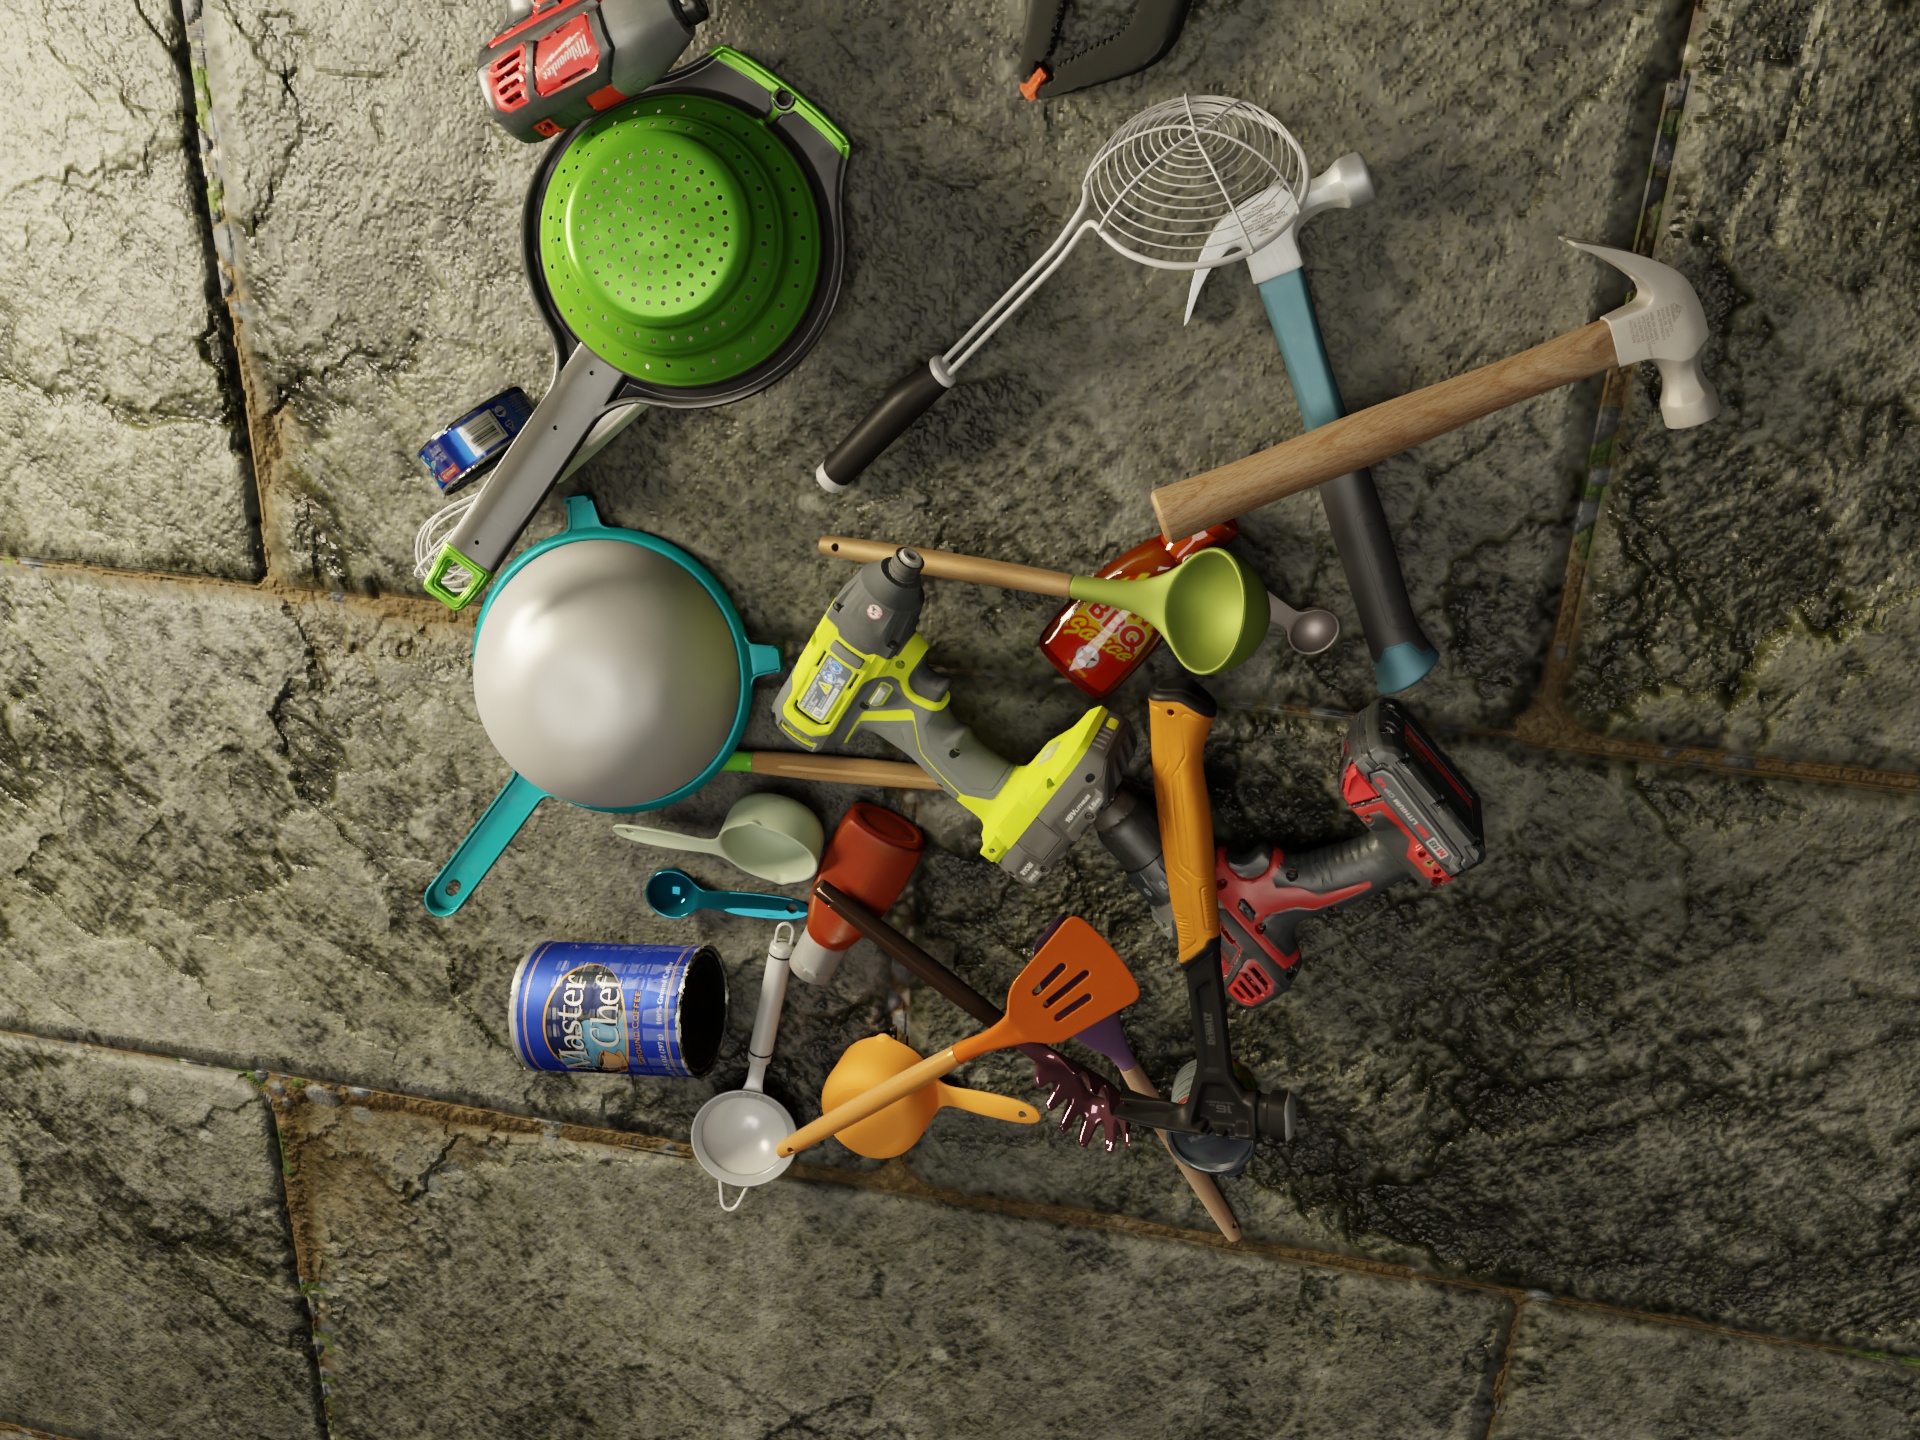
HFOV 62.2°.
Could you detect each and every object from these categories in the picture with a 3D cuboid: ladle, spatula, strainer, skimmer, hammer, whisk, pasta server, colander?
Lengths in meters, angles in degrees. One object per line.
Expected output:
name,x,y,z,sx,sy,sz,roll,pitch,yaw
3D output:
ladle,0.044,-0.090,1.025,0.320,0.062,0.078,12,99,23
spatula,-0.017,0.251,1.177,0.322,0.041,0.081,-33,105,25
strainer,-0.160,0.274,1.274,0.087,0.050,0.258,12,110,-3
skimmer,0.049,-0.245,0.988,0.090,0.127,0.363,15,140,-41
hammer,0.152,0.133,1.073,0.127,0.034,0.336,0,111,22
whisk,-0.291,-0.170,1.103,0.246,0.059,0.058,-36,91,19
pasta server,0.011,0.220,1.188,0.316,0.040,0.060,40,138,-16
hammer,0.273,-0.183,0.946,0.331,0.031,0.130,-20,110,9
strainer,-0.297,0.022,1.126,0.211,0.095,0.340,39,103,-1
spatula,0.138,0.283,1.210,0.018,0.060,0.315,-9,120,49
hammer,0.235,-0.169,0.992,0.128,0.033,0.330,-17,109,18
colander,-0.224,-0.229,0.977,0.204,0.094,0.397,36,100,-5

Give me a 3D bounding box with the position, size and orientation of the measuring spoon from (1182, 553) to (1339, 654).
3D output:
measuring spoon,0.193,-0.080,1.032,0.124,0.018,0.034,26,117,-20

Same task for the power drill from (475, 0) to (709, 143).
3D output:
power drill,-0.239,-0.465,0.922,0.143,0.078,0.219,-18,98,19

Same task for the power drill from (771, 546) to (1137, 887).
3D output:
power drill,-0.002,-0.003,1.068,0.223,0.080,0.171,35,129,-1

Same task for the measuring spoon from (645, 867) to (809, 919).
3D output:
measuring spoon,-0.179,0.136,1.233,0.128,0.021,0.042,7,114,0

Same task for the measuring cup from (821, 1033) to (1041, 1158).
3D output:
measuring cup,-0.027,0.304,1.233,0.174,0.052,0.095,6,114,22

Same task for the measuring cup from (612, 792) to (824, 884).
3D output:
measuring cup,-0.180,0.080,1.186,0.167,0.038,0.083,6,144,18

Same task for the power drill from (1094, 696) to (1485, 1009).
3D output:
power drill,0.218,0.079,1.084,0.226,0.080,0.188,-38,101,27

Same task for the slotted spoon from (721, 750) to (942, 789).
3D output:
slotted spoon,-0.126,0.034,1.167,0.314,0.031,0.070,4,114,9
